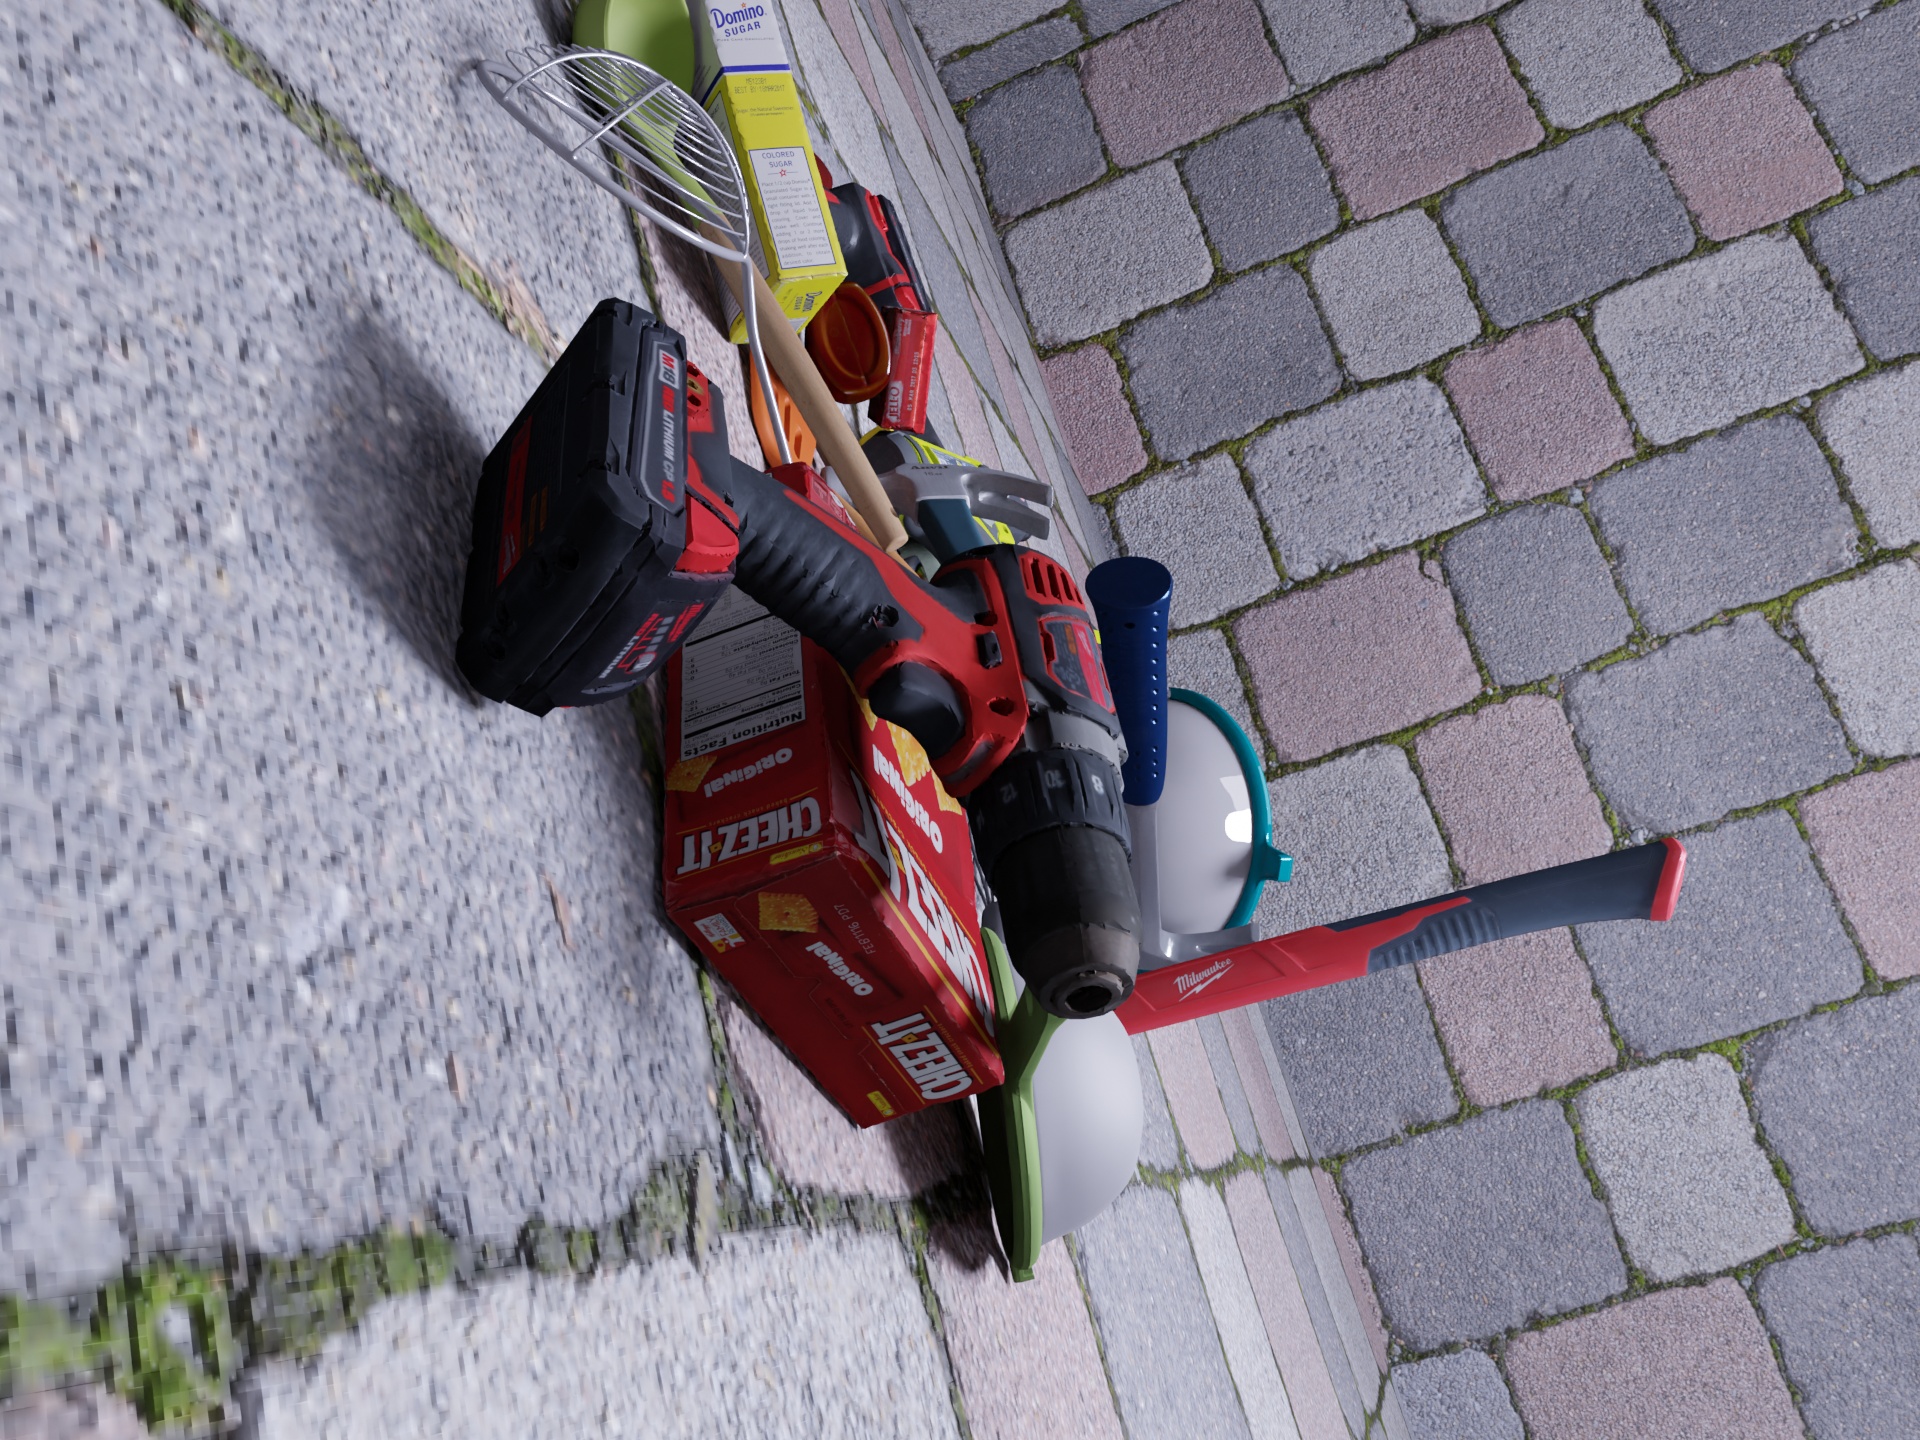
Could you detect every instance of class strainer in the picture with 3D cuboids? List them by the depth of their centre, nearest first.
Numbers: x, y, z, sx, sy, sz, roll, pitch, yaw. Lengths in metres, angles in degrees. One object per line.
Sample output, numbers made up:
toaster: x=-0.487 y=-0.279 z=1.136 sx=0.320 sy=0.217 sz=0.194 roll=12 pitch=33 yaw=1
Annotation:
strainer: x=0.048 y=0.143 z=0.673 sx=0.256 sy=0.069 sz=0.152 roll=99 pitch=-15 yaw=-64
strainer: x=0.095 y=0.026 z=1.178 sx=0.095 sy=0.211 sz=0.341 roll=3 pitch=53 yaw=-37

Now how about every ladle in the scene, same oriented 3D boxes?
ladle: x=-0.097 y=-0.223 z=0.758 sx=0.320 sy=0.062 sz=0.078 roll=60 pitch=19 yaw=11

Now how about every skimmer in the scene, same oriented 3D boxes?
skimmer: x=-0.110 y=-0.120 z=0.720 sx=0.127 sy=0.090 sz=0.363 roll=-107 pitch=-178 yaw=-63

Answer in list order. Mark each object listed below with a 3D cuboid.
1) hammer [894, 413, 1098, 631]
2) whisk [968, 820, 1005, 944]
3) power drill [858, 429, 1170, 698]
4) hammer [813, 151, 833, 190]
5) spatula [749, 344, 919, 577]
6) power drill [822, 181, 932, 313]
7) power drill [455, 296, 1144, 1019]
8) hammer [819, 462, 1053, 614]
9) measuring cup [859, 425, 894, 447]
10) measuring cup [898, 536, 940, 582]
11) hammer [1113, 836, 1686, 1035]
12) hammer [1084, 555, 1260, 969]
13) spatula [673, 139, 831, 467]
hammer: x=0.044 y=-0.115 z=1.186 sx=0.335 sy=0.035 sz=0.146 roll=54 pitch=1 yaw=36
whisk: x=0.025 y=0.111 z=0.913 sx=0.239 sy=0.055 sz=0.055 roll=-82 pitch=150 yaw=-60
power drill: x=0.035 y=-0.083 z=1.031 sx=0.171 sy=0.080 sz=0.223 roll=10 pitch=43 yaw=-53
hammer: x=-0.158 y=-0.437 z=1.027 sx=0.149 sy=0.036 sz=0.358 roll=67 pitch=9 yaw=21
spatula: x=-0.051 y=-0.106 z=0.804 sx=0.323 sy=0.041 sz=0.080 roll=50 pitch=-8 yaw=49
power drill: x=-0.092 y=-0.309 z=1.043 sx=0.219 sy=0.078 sz=0.143 roll=6 pitch=63 yaw=-75
power drill: x=-0.035 y=-0.013 z=0.500 sx=0.226 sy=0.080 sz=0.188 roll=26 pitch=36 yaw=-32
hammer: x=0.011 y=-0.063 z=0.809 sx=0.331 sy=0.128 sz=0.033 roll=-112 pitch=-158 yaw=-58
measuring cup: x=-0.066 y=-0.211 z=1.138 sx=0.062 sy=0.029 sz=0.157 roll=56 pitch=5 yaw=-50
measuring cup: x=-0.016 y=-0.141 z=1.188 sx=0.168 sy=0.038 sz=0.083 roll=-78 pitch=146 yaw=-66
hammer: x=0.218 y=0.120 z=0.925 sx=0.038 sy=0.386 sz=0.143 roll=65 pitch=11 yaw=-49
hammer: x=0.111 y=0.049 z=0.936 sx=0.405 sy=0.144 sz=0.035 roll=79 pitch=18 yaw=-54
spatula: x=-0.139 y=-0.291 z=0.920 sx=0.060 sy=0.018 sz=0.315 roll=-69 pitch=136 yaw=-68
